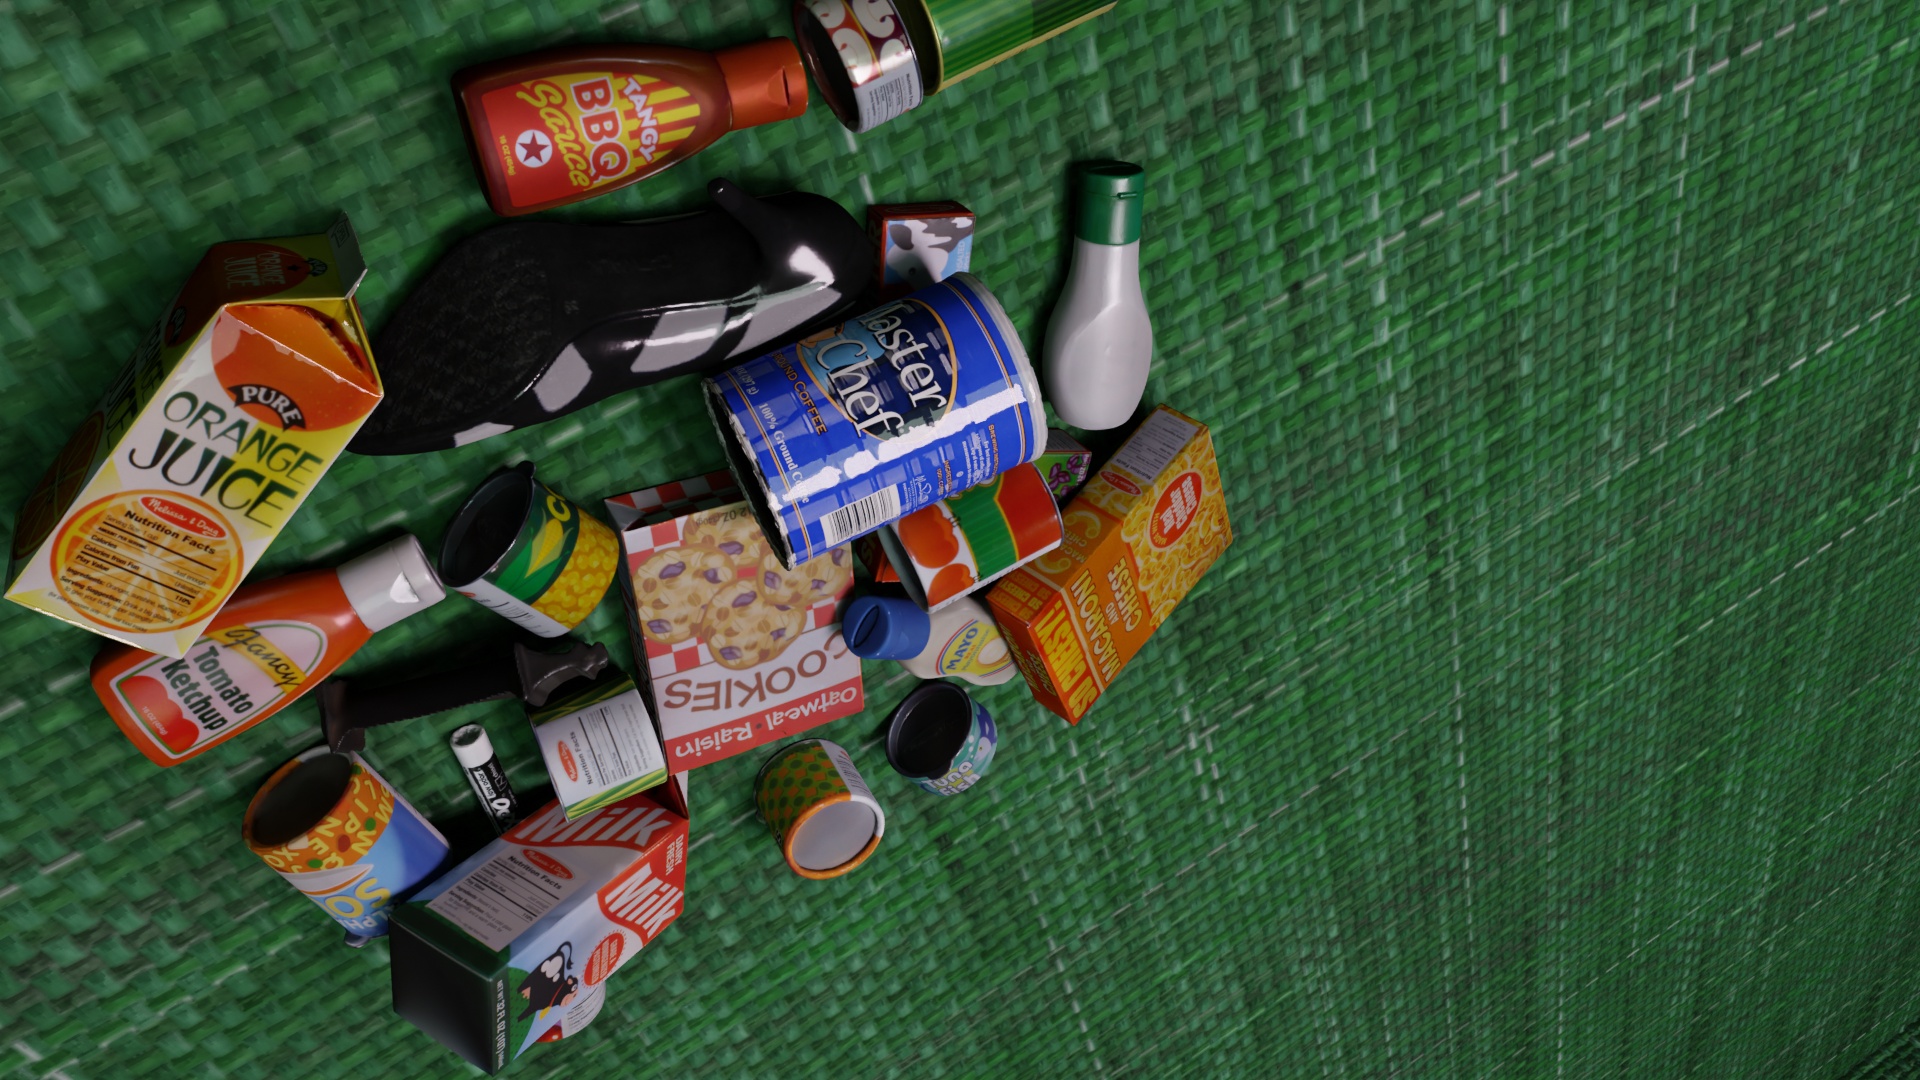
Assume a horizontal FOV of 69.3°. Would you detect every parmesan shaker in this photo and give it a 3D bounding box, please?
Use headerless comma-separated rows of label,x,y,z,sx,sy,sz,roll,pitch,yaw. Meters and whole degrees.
parmesan shaker,0.014,-0.261,0.651,0.103,0.071,0.071,-31,130,-15

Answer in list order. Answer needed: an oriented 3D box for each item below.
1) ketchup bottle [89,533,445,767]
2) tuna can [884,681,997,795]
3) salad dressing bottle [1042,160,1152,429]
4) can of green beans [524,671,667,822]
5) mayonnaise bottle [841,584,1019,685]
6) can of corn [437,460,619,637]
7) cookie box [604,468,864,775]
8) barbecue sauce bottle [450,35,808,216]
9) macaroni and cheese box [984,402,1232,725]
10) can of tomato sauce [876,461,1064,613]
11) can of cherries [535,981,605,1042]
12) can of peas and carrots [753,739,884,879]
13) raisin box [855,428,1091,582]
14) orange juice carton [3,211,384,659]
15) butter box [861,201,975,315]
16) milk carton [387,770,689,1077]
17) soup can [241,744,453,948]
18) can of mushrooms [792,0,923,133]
ketchup bottle,-0.322,0.046,0.659,0.149,0.043,0.064,-29,121,-13
tuna can,-0.011,0.127,0.877,0.071,0.071,0.032,-45,132,2
salad dressing bottle,0.080,-0.137,0.783,0.064,0.044,0.146,-11,123,-22
can of green beans,-0.199,0.112,0.759,0.058,0.071,0.071,-21,127,-19
mayonnaise bottle,-0.010,0.054,0.825,0.148,0.041,0.064,9,117,-54
can of corn,-0.211,0.005,0.686,0.071,0.071,0.058,-47,132,3
cookie box,-0.121,0.041,0.777,0.123,0.040,0.166,-17,126,-22
barbecue sauce bottle,-0.143,-0.191,0.616,0.149,0.044,0.064,-20,126,-19
macaroni and cheese box,0.095,0.016,0.852,0.167,0.040,0.123,-47,144,-16
can of tomato sauce,0.003,-0.009,0.750,0.083,0.071,0.071,-28,129,-13
can of cherries,-0.248,0.251,0.821,0.072,0.072,0.058,-12,125,-24
can of peas and carrots,-0.090,0.169,0.865,0.071,0.059,0.070,-15,125,-22
raisin box,0.008,-0.021,0.815,0.123,0.040,0.085,-1,120,-29
orange juice carton,-0.311,-0.052,0.586,0.192,0.072,0.073,-50,131,6
butter box,-0.025,-0.126,0.739,0.053,0.024,0.103,-9,123,-25
milk carton,-0.214,0.194,0.769,0.191,0.073,0.072,-37,142,-52
soup can,-0.316,0.157,0.716,0.071,0.071,0.083,-34,130,-8
can of mushrooms,-0.049,-0.225,0.638,0.033,0.071,0.070,-30,130,-10
